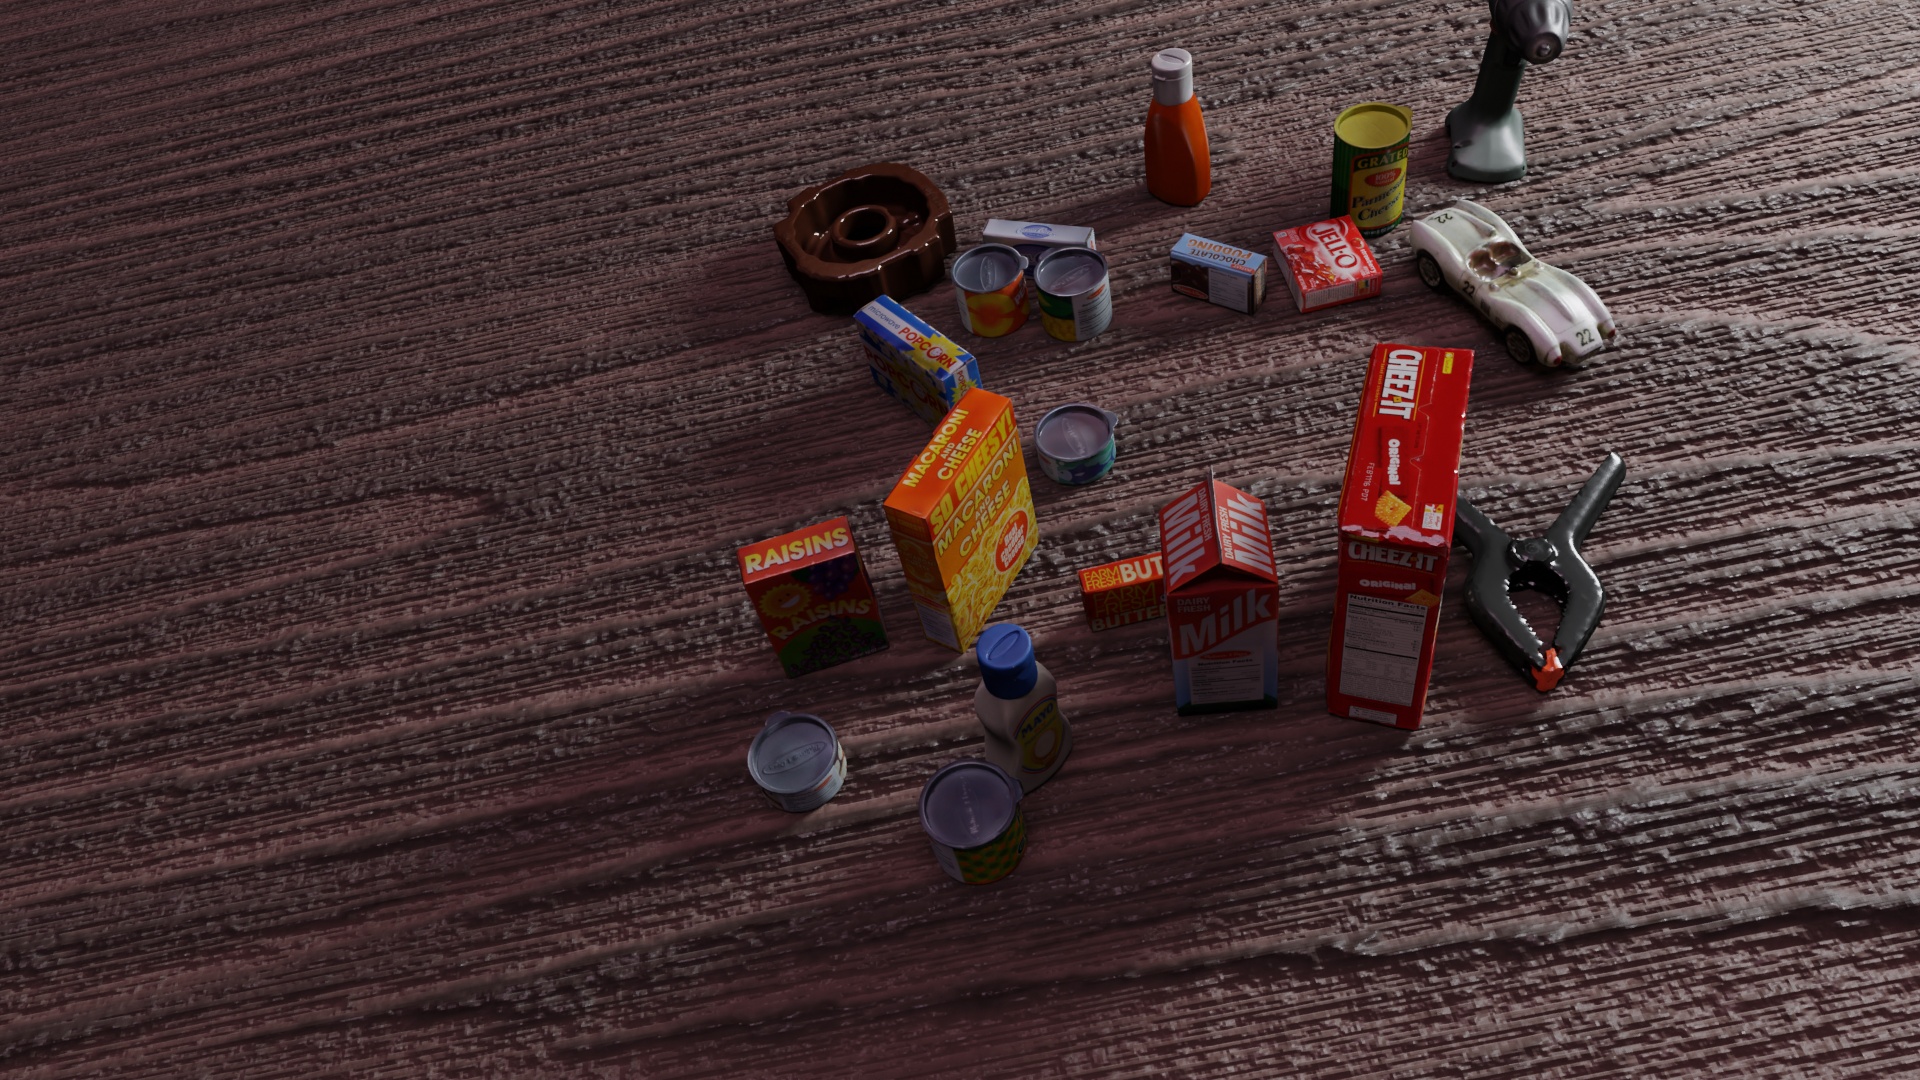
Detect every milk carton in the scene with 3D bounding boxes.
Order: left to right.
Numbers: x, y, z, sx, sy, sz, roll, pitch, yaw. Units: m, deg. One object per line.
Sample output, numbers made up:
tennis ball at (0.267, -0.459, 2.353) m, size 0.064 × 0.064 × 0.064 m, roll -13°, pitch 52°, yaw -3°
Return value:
milk carton at (0.175, 0.037, 0.941) m, size 0.073 × 0.189 × 0.073 m, roll -6°, pitch 51°, yaw 8°

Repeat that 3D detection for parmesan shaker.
parmesan shaker at (0.373, -0.335, 1.257) m, size 0.071 × 0.102 × 0.072 m, roll -6°, pitch 51°, yaw 8°

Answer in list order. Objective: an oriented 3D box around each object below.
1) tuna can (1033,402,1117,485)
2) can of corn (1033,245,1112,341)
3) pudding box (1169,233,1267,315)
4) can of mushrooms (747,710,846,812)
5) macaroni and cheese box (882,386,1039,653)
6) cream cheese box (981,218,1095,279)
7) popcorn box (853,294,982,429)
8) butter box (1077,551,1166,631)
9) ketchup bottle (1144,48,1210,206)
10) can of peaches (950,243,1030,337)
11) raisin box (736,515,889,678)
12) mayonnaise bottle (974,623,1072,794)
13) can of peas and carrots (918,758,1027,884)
tuna can at (0.098, -0.081, 1.156) m, size 0.071 × 0.032 × 0.071 m, roll -6°, pitch 51°, yaw 7°
can of corn at (0.101, -0.223, 1.254) m, size 0.071 × 0.058 × 0.071 m, roll -6°, pitch 51°, yaw 7°
pudding box at (0.231, -0.239, 1.245) m, size 0.084 × 0.049 × 0.030 m, roll 23°, pitch 60°, yaw 27°
can of mushrooms at (-0.118, 0.159, 1.006) m, size 0.071 × 0.033 × 0.071 m, roll -6°, pitch 51°, yaw 7°
macaroni and cheese box at (0.004, -0.013, 1.034) m, size 0.040 × 0.165 × 0.124 m, roll 20°, pitch 58°, yaw 26°
cream cheese box at (0.075, -0.270, 1.301) m, size 0.104 × 0.053 × 0.024 m, roll 10°, pitch 54°, yaw 19°
popcorn box at (-0.034, -0.148, 1.204) m, size 0.038 × 0.084 × 0.127 m, roll -38°, pitch 54°, yaw -18°
butter box at (0.142, 0.035, 1.039) m, size 0.103 × 0.053 × 0.024 m, roll -13°, pitch 50°, yaw 2°
ketchup bottle at (0.202, -0.388, 1.308) m, size 0.065 × 0.148 × 0.044 m, roll 29°, pitch 63°, yaw 30°
can of peaches at (0.031, -0.229, 1.274) m, size 0.071 × 0.057 × 0.071 m, roll -6°, pitch 51°, yaw 7°
raisin box at (-0.108, 0.044, 1.040) m, size 0.086 × 0.122 × 0.040 m, roll -17°, pitch 50°, yaw -1°
mayonnaise bottle at (0.039, 0.112, 0.936) m, size 0.065 × 0.147 × 0.041 m, roll -41°, pitch 55°, yaw -20°
can of peas and carrots at (0.012, 0.189, 0.938) m, size 0.071 × 0.058 × 0.071 m, roll -6°, pitch 51°, yaw 7°
